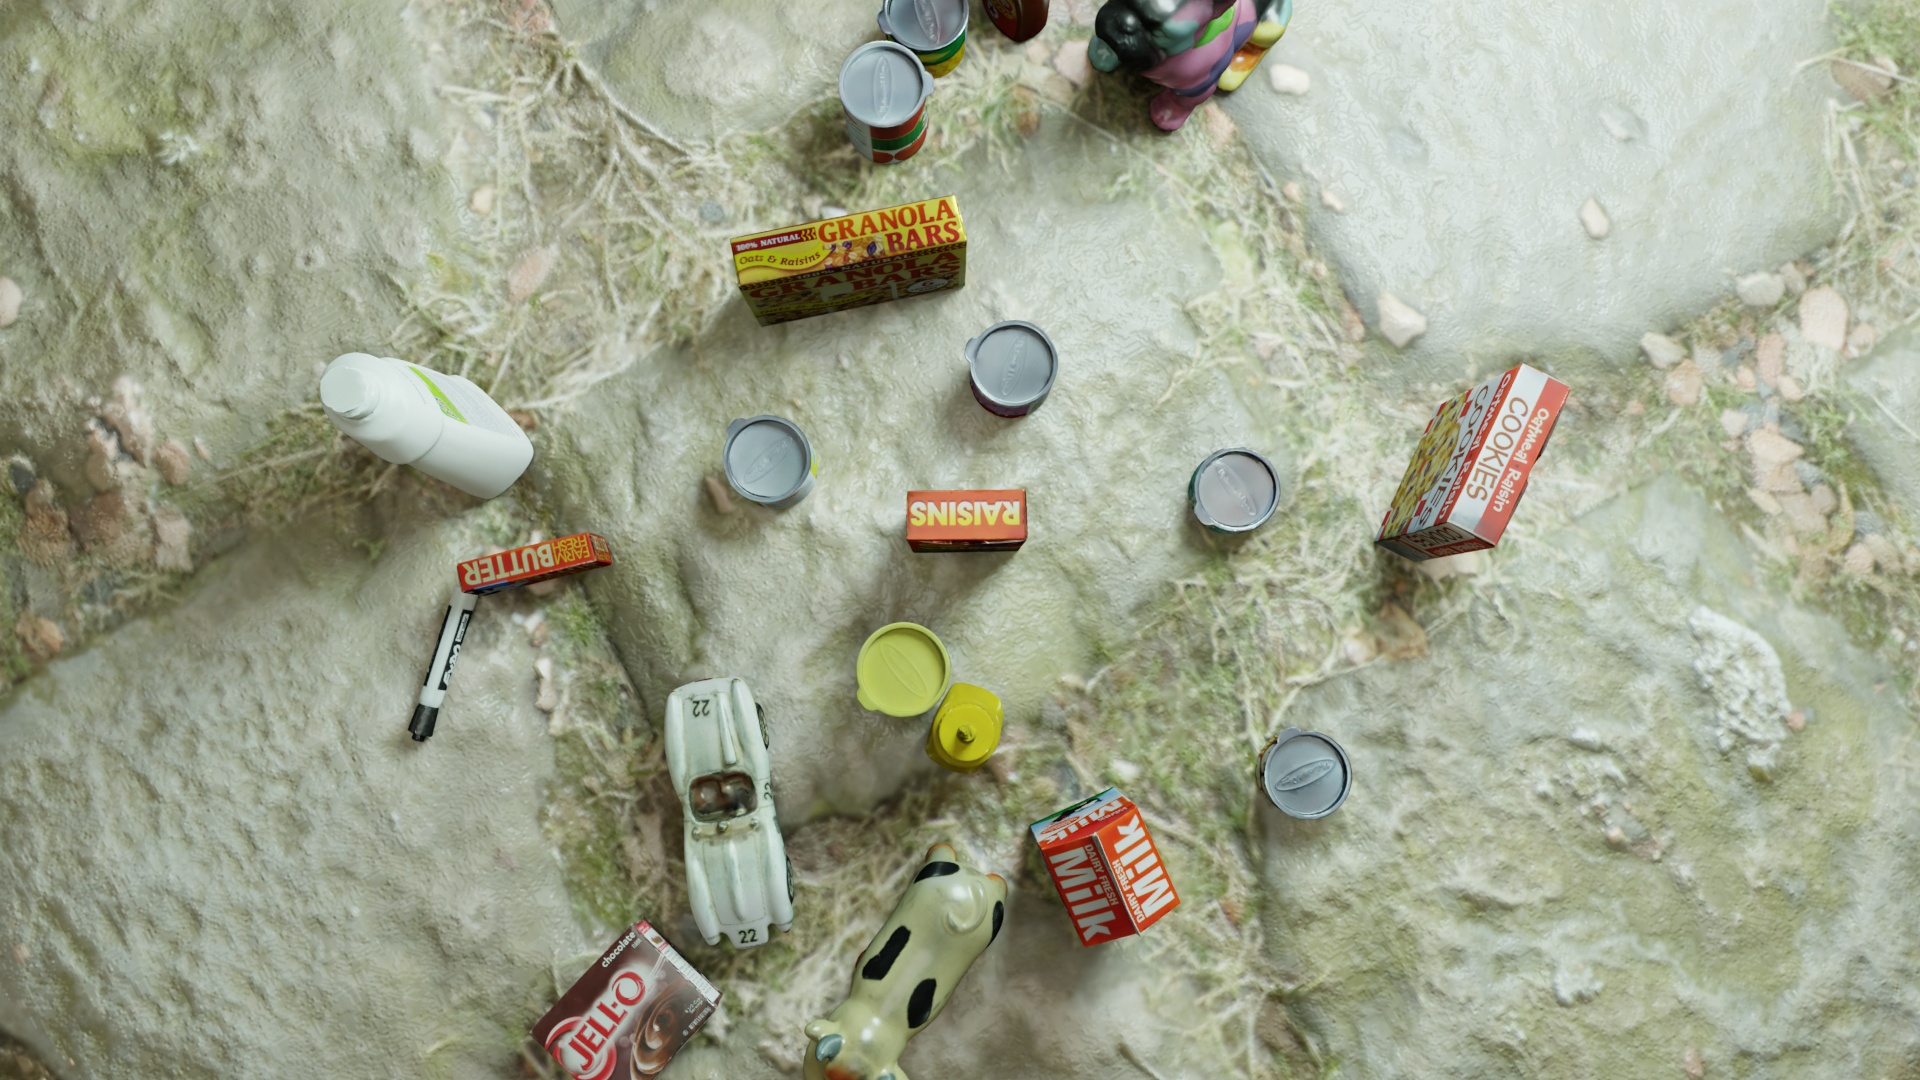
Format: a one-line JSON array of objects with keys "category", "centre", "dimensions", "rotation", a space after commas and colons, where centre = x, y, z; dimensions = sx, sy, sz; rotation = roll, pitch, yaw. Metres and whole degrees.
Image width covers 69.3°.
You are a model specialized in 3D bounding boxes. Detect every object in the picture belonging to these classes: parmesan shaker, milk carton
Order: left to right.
[{"category": "parmesan shaker", "centre": [-0.042, 0.096, 1.022], "dimensions": [0.071, 0.103, 0.071], "rotation": [0, 85, 0]}, {"category": "milk carton", "centre": [0.099, 0.226, 0.968], "dimensions": [0.073, 0.190, 0.072], "rotation": [-24, 86, -2]}]

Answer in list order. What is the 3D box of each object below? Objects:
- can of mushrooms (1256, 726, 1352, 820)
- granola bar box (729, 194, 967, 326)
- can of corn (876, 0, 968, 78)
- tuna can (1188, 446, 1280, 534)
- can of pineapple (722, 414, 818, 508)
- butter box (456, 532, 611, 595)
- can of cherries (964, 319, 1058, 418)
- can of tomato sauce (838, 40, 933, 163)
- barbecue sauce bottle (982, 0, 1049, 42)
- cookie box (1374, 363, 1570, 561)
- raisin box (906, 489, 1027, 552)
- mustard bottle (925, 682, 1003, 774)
[{"category": "can of mushrooms", "centre": [0.259, 0.174, 1.053], "dimensions": [0.071, 0.033, 0.071], "rotation": [0, 85, -1]}, {"category": "granola bar box", "centre": [-0.080, -0.208, 1.039], "dimensions": [0.166, 0.124, 0.039], "rotation": [-12, 86, -1]}, {"category": "can of corn", "centre": [-0.029, -0.403, 1.090], "dimensions": [0.071, 0.058, 0.071], "rotation": [0, 85, 0]}, {"category": "tuna can", "centre": [0.209, -0.036, 1.072], "dimensions": [0.071, 0.033, 0.071], "rotation": [0, 85, -1]}, {"category": "can of pineapple", "centre": [-0.144, -0.060, 1.058], "dimensions": [0.071, 0.058, 0.071], "rotation": [0, 85, 0]}, {"category": "butter box", "centre": [-0.321, 0.018, 1.052], "dimensions": [0.103, 0.053, 0.024], "rotation": [-14, 86, -2]}, {"category": "can of cherries", "centre": [0.038, -0.132, 1.066], "dimensions": [0.071, 0.058, 0.071], "rotation": [0, 85, 0]}, {"category": "can of tomato sauce", "centre": [-0.056, -0.336, 1.071], "dimensions": [0.071, 0.083, 0.071], "rotation": [0, 85, 0]}, {"category": "barbecue sauce bottle", "centre": [0.043, -0.436, 1.048], "dimensions": [0.044, 0.148, 0.065], "rotation": [-33, 86, -3]}, {"category": "cookie box", "centre": [0.367, -0.051, 1.007], "dimensions": [0.040, 0.167, 0.123], "rotation": [26, 86, 2]}, {"category": "raisin box", "centre": [0.004, -0.013, 1.022], "dimensions": [0.086, 0.123, 0.040], "rotation": [0, 86, 0]}, {"category": "mustard bottle", "centre": [0.003, 0.136, 0.991], "dimensions": [0.049, 0.160, 0.065], "rotation": [22, 86, 1]}]
